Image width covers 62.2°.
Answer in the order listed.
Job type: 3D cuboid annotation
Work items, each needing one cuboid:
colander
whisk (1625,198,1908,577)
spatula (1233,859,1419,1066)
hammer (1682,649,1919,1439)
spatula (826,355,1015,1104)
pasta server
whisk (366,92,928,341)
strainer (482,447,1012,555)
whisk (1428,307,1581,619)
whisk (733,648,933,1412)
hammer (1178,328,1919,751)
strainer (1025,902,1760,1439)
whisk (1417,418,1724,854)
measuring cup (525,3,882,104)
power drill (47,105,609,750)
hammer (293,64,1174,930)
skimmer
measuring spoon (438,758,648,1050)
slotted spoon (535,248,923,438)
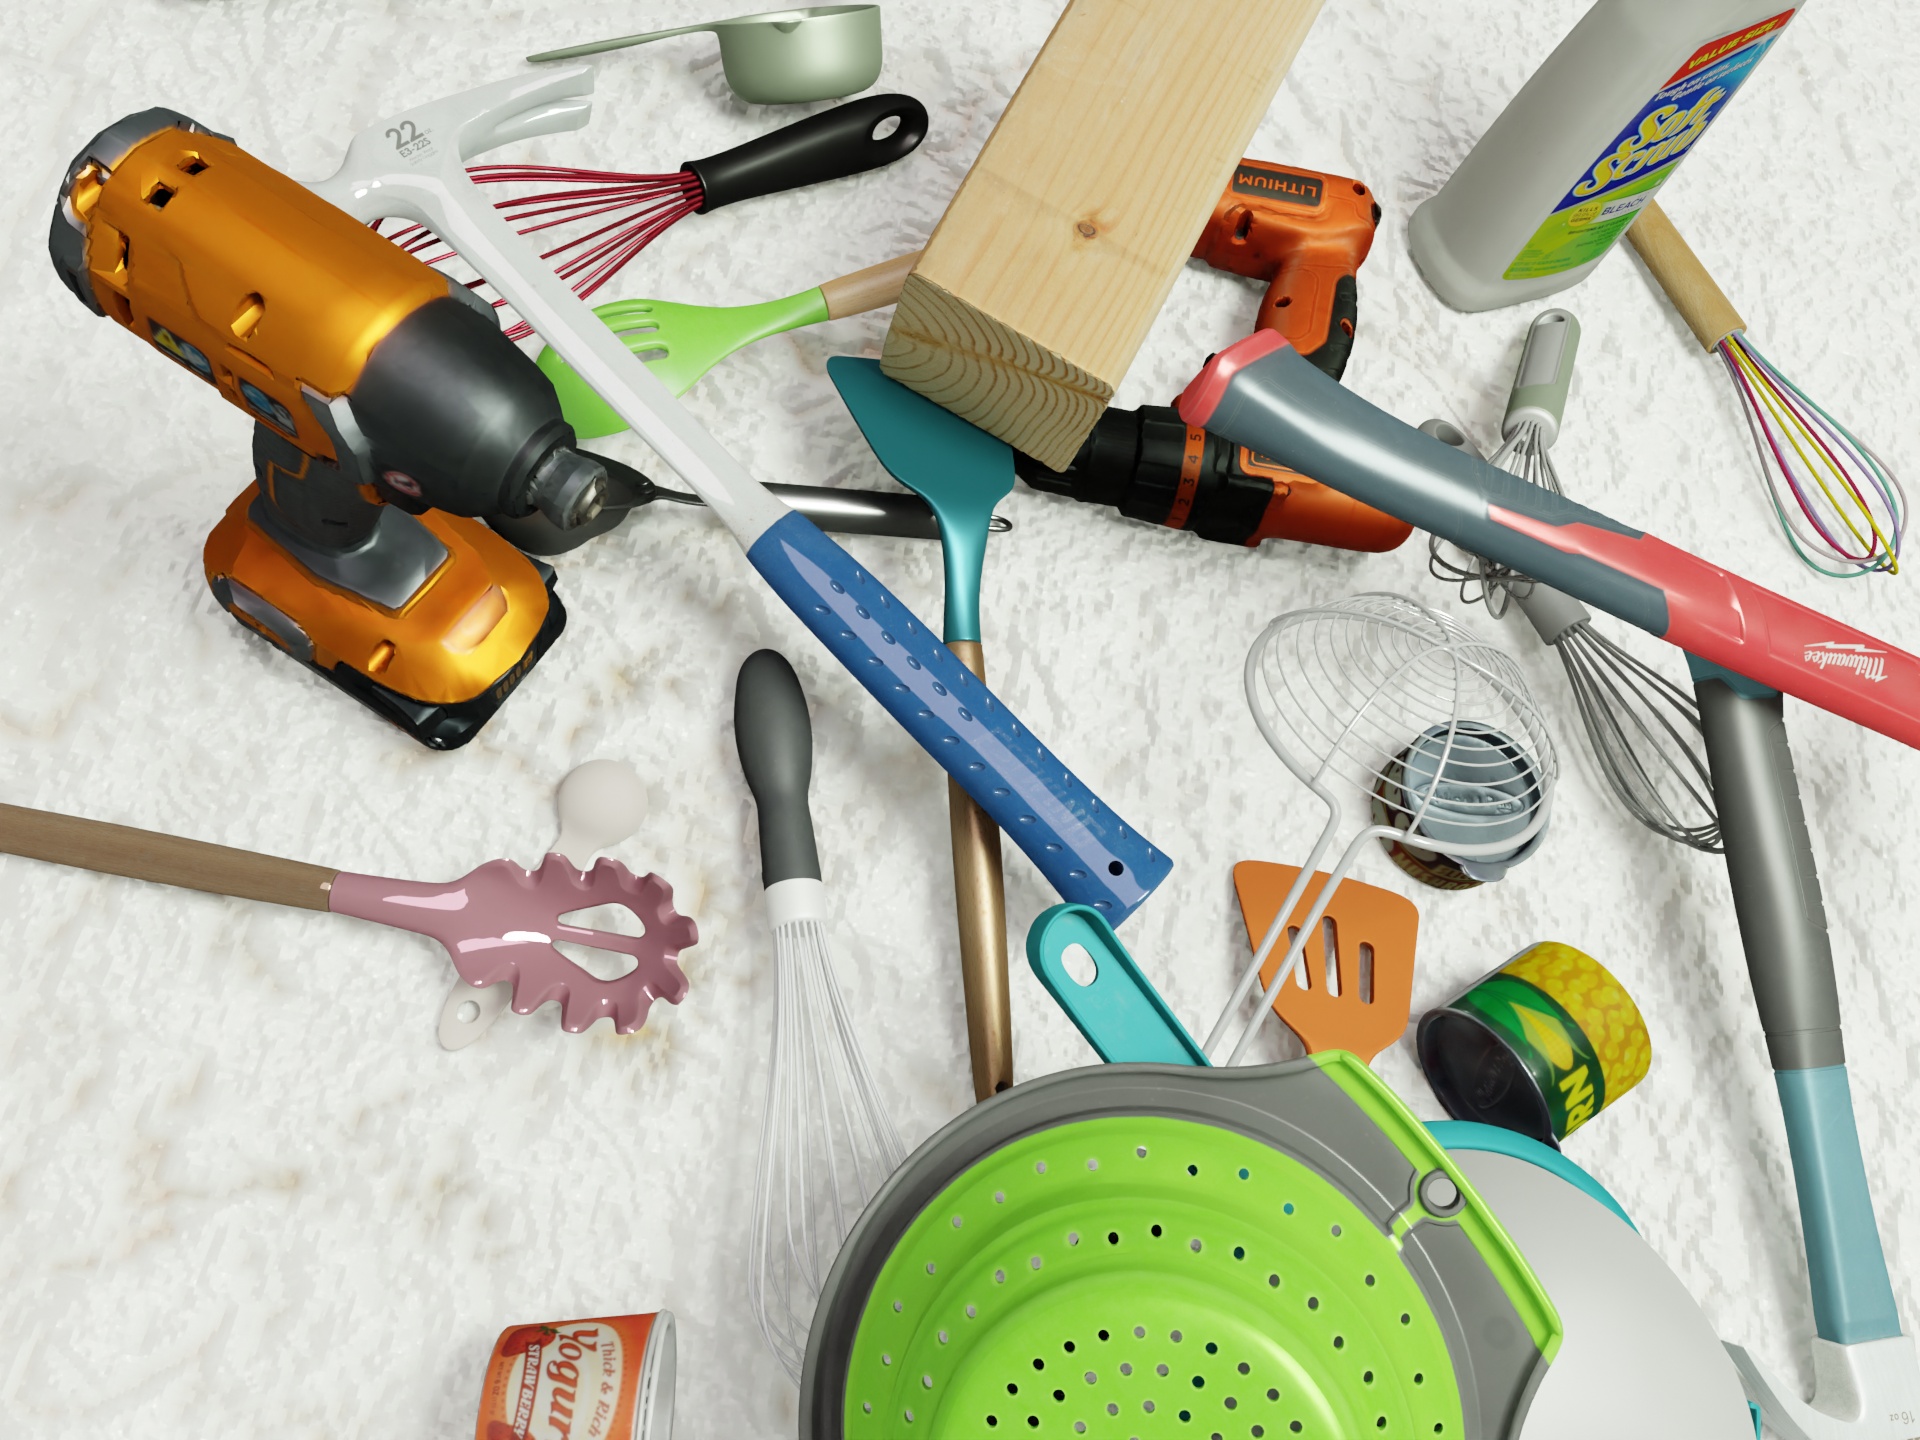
[{"bbox_3d":[-0.015,0.247,0.425,0.397,0.094,0.204,-37,78,0],"label":"colander"},{"bbox_3d":[0.397,-0.173,0.801,0.047,0.051,0.245,-7,63,-37],"label":"whisk"},{"bbox_3d":[0.126,0.205,0.588,0.081,0.041,0.323,13,69,-5],"label":"spatula"},{"bbox_3d":[0.333,0.122,0.627,0.128,0.033,0.331,-4,80,-12],"label":"hammer"},{"bbox_3d":[-0.001,-0.002,0.630,0.082,0.044,0.318,2,77,-28],"label":"spatula"},{"bbox_3d":[-0.247,0.054,0.554,0.316,0.040,0.060,11,83,-3],"label":"pasta server"},{"bbox_3d":[-0.134,-0.227,0.697,0.296,0.073,0.073,-29,76,-27],"label":"whisk"},{"bbox_3d":[-0.101,-0.088,0.653,0.258,0.050,0.087,2,24,-17],"label":"strainer"},{"bbox_3d":[0.253,-0.126,0.711,0.058,0.059,0.246,-2,36,29],"label":"whisk"},{"bbox_3d":[-0.056,0.098,0.576,0.070,0.070,0.285,-4,64,-14],"label":"whisk"},{"bbox_3d":[0.258,-0.038,0.605,0.386,0.038,0.143,22,77,-7],"label":"hammer"},{"bbox_3d":[0.142,0.192,0.501,0.211,0.095,0.340,-41,100,-19],"label":"strainer"},{"bbox_3d":[0.274,-0.043,0.712,0.055,0.055,0.239,-21,69,-20],"label":"whisk"},{"bbox_3d":[-0.118,-0.304,0.741,0.167,0.038,0.083,-6,27,5],"label":"measuring cup"},{"bbox_3d":[-0.187,-0.073,0.523,0.164,0.226,0.084,33,65,3],"label":"power drill"},{"bbox_3d":[-0.074,-0.081,0.593,0.405,0.035,0.144,45,67,3],"label":"hammer"},{"bbox_3d":[0.102,0.111,0.590,0.127,0.090,0.363,30,83,9],"label":"skimmer"},{"bbox_3d":[-0.155,0.065,0.587,0.034,0.018,0.124,28,65,0],"label":"measuring spoon"},{"bbox_3d":[-0.036,-0.189,0.688,0.313,0.031,0.070,-20,59,-10],"label":"slotted spoon"}]
